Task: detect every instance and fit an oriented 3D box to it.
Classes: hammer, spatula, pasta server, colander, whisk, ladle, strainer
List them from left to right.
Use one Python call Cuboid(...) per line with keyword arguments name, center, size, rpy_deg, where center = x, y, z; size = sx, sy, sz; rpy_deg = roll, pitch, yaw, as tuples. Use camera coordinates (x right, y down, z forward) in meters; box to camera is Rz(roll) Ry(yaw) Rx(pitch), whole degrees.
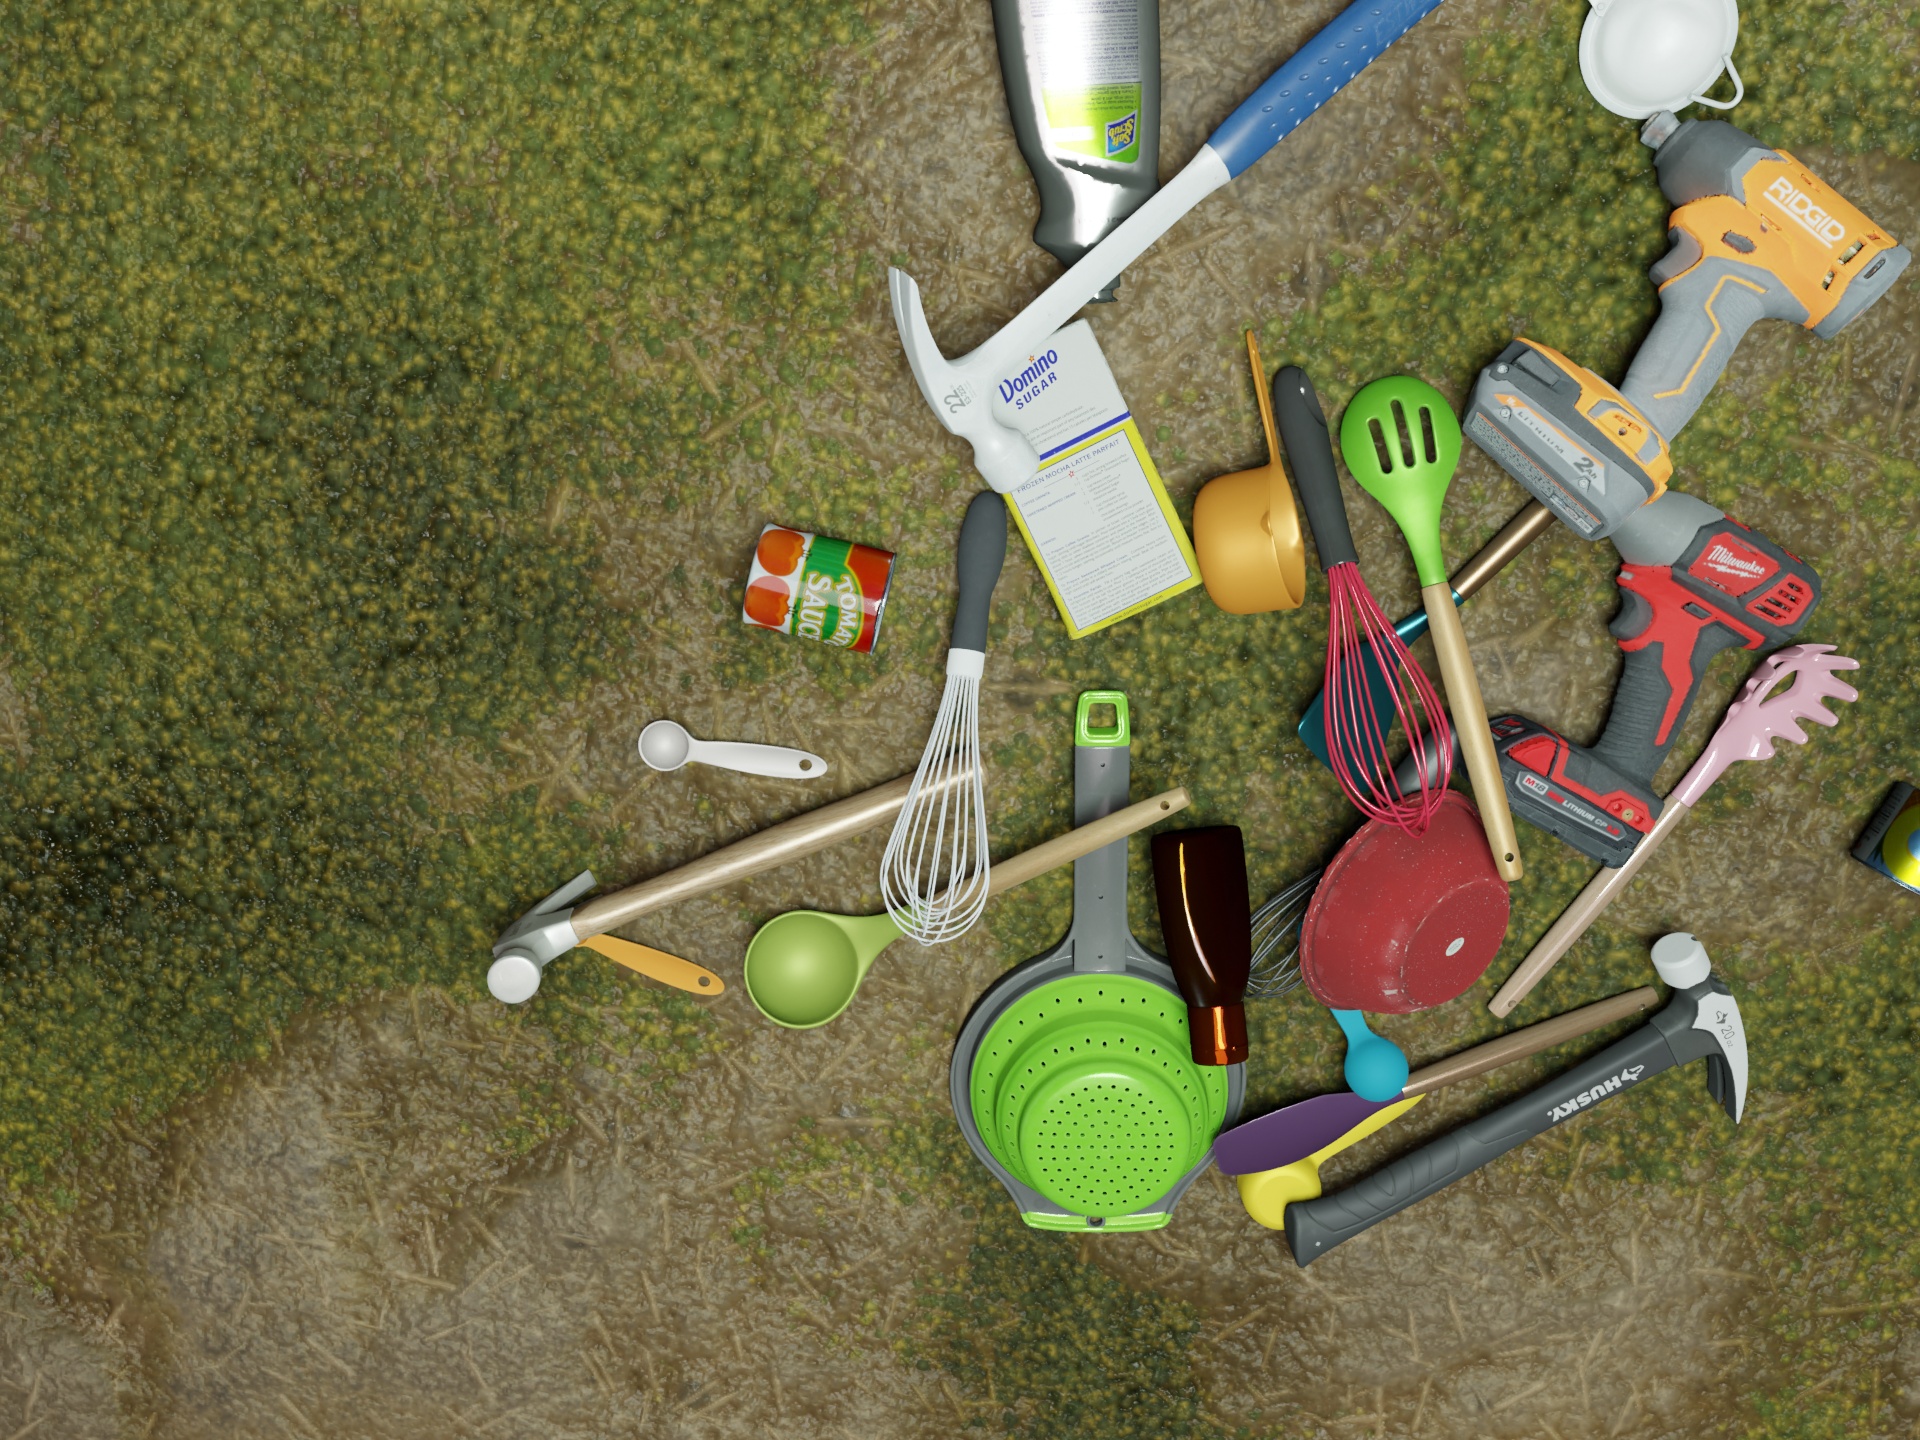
Cuboid(name="hammer", center=(-0.139, 0.088, 1.023), size=(0.331, 0.130, 0.031), rpy_deg=(-21, 103, -4))
Cuboid(name="whisk", center=(-0.002, -0.003, 0.983), size=(0.070, 0.070, 0.285), rpy_deg=(8, 84, -1))
Cuboid(name="ladle", center=(0.000, 0.114, 1.015), size=(0.320, 0.062, 0.078), rpy_deg=(-26, 92, 20))
Cuboid(name="colander", center=(0.093, 0.181, 1.039), size=(0.204, 0.094, 0.397), rpy_deg=(0, 105, 2))
Cuboid(name="hammer", center=(0.134, -0.311, 0.893), size=(0.405, 0.035, 0.143), rpy_deg=(-42, 125, 0))
Cuboid(name="whisk", center=(0.250, 0.089, 1.024), size=(0.055, 0.055, 0.239), rpy_deg=(33, 107, -7))
Cuboid(name="whisk", center=(0.232, -0.073, 0.948), size=(0.073, 0.073, 0.296), rpy_deg=(-14, 81, 5))
Cuboid(name="spatula", center=(0.320, 0.241, 1.071), size=(0.316, 0.018, 0.059), rpy_deg=(-21, 127, 0))
Cuboid(name="spatula", center=(0.334, -0.092, 0.986), size=(0.317, 0.044, 0.082), rpy_deg=(-46, 123, 10))
Cuboid(name="hammer", center=(0.367, 0.277, 1.065), size=(0.335, 0.035, 0.146), rpy_deg=(-31, 115, 7))
Cuboid(name="strainer", center=(0.344, -0.426, 0.901), size=(0.258, 0.050, 0.087), rpy_deg=(35, 118, -4))
Cuboid(name="pasta server", center=(0.452, 0.076, 1.031), size=(0.060, 0.040, 0.316), rpy_deg=(31, 105, -18))

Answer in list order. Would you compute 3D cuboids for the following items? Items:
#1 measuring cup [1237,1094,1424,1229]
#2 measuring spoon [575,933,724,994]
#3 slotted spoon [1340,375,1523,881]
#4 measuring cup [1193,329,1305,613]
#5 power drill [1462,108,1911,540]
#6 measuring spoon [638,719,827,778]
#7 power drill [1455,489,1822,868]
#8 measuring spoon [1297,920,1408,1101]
Cuboid(name="measuring cup", center=(0.261, 0.297, 1.097), size=(0.156, 0.029, 0.062), rpy_deg=(-39, 101, 12))
Cuboid(name="measuring spoon", center=(-0.216, 0.162, 1.088), size=(0.117, 0.011, 0.021), rpy_deg=(23, 104, -8))
Cuboid(name="slotted spoon", center=(0.294, -0.057, 0.955), size=(0.070, 0.031, 0.314), rpy_deg=(-14, 88, 9))
Cuboid(name="measuring cup", center=(0.168, -0.149, 0.968), size=(0.052, 0.095, 0.174), rpy_deg=(-11, 83, 23))
Cuboid(name="power drill", center=(0.400, -0.235, 0.917), size=(0.226, 0.084, 0.164), rpy_deg=(-45, 80, 4))
Cuboid(name="measuring spoon", center=(-0.149, 0.021, 1.048), size=(0.124, 0.018, 0.034), rpy_deg=(9, 105, -8))
Cuboid(name="power drill", center=(0.410, -0.033, 0.985), size=(0.143, 0.078, 0.219), rpy_deg=(30, 101, -6))
Cuboid(name="measuring spoon", center=(0.257, 0.191, 1.052), size=(0.042, 0.021, 0.129), rpy_deg=(-25, 81, -4))
